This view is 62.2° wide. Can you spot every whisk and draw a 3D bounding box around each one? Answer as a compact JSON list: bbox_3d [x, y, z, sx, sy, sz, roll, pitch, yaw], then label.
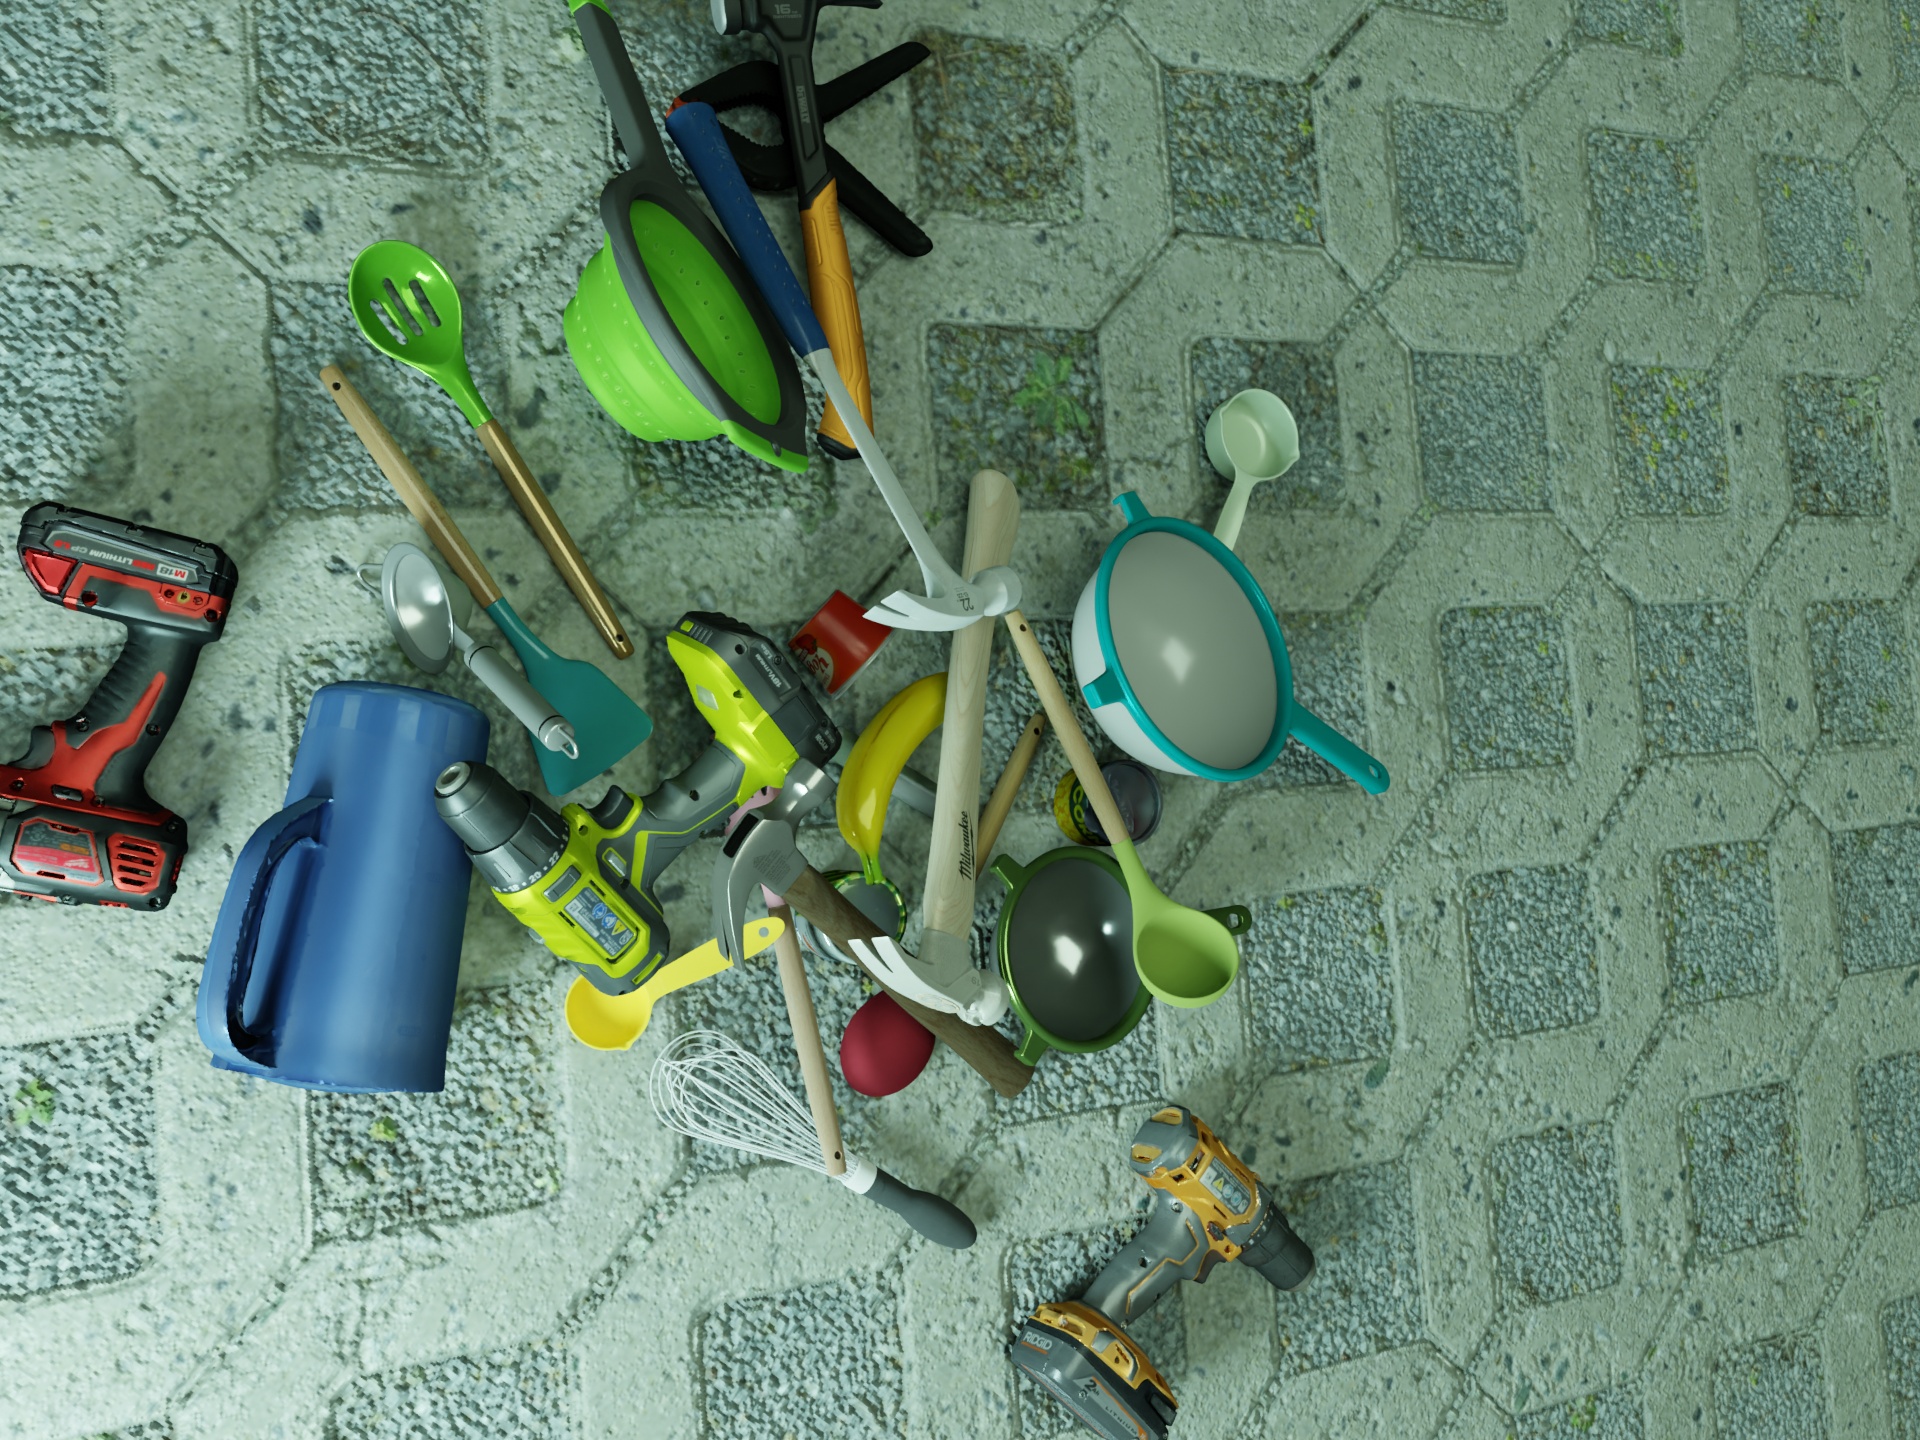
[{"bbox_3d":[-0.098,0.011,1.143,0.246,0.059,0.058,32,112,-23],"label":"whisk"},{"bbox_3d":[-0.097,0.305,1.114,0.284,0.070,0.070,37,72,-22],"label":"whisk"}]

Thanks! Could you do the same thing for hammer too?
[{"bbox_3d":[-0.049,0.171,1.093,0.130,0.031,0.331,-50,126,-12],"label":"hammer"},{"bbox_3d":[-0.093,-0.360,1.155,0.127,0.034,0.337,-11,99,-19],"label":"hammer"},{"bbox_3d":[-0.002,-0.004,1.122,0.146,0.038,0.411,38,50,-48],"label":"hammer"},{"bbox_3d":[-0.096,-0.241,1.087,0.144,0.035,0.405,-23,83,-55],"label":"hammer"}]

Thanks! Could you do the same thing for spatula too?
[{"bbox_3d":[-0.324,-0.100,1.052,0.082,0.044,0.317,-35,98,-1],"label":"spatula"}]

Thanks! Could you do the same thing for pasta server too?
[{"bbox_3d":[-0.122,0.156,1.100,0.060,0.040,0.316,-11,83,-25],"label":"pasta server"}]

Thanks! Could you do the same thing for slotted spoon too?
[{"bbox_3d":[-0.310,-0.177,1.076,0.070,0.031,0.313,-35,101,-23],"label":"slotted spoon"}]

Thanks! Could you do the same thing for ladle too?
[{"bbox_3d":[-0.002,0.132,1.186,0.069,0.031,0.315,32,72,-19],"label":"ladle"},{"bbox_3d":[0.111,0.063,1.161,0.078,0.062,0.320,-27,94,-23],"label":"ladle"}]

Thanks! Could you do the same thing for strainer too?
[{"bbox_3d":[0.201,-0.014,1.255,0.340,0.095,0.211,32,54,-30],"label":"strainer"},{"bbox_3d":[0.114,0.169,1.220,0.256,0.069,0.151,-4,83,-37],"label":"strainer"},{"bbox_3d":[-0.296,-0.041,0.976,0.050,0.259,0.086,-16,129,-38],"label":"strainer"}]

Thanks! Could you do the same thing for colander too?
[{"bbox_3d":[-0.228,-0.330,1.090,0.094,0.204,0.397,-27,76,18],"label":"colander"}]

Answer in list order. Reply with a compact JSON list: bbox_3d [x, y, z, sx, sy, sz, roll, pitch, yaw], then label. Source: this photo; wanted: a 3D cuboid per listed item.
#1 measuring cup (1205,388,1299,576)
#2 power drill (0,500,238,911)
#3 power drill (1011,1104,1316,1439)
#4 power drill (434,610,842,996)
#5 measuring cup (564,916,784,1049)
[{"bbox_3d":[0.223,-0.192,1.311,0.083,0.038,0.168,25,78,-20],"label":"measuring cup"},{"bbox_3d":[-0.537,-0.009,0.933,0.187,0.080,0.227,14,82,-22],"label":"power drill"},{"bbox_3d":[0.165,0.436,1.206,0.185,0.084,0.226,46,65,-15],"label":"power drill"},{"bbox_3d":[-0.202,0.039,1.007,0.228,0.080,0.190,-47,129,-17],"label":"power drill"},{"bbox_3d":[-0.191,0.171,1.077,0.156,0.029,0.062,-25,90,-10],"label":"measuring cup"}]
